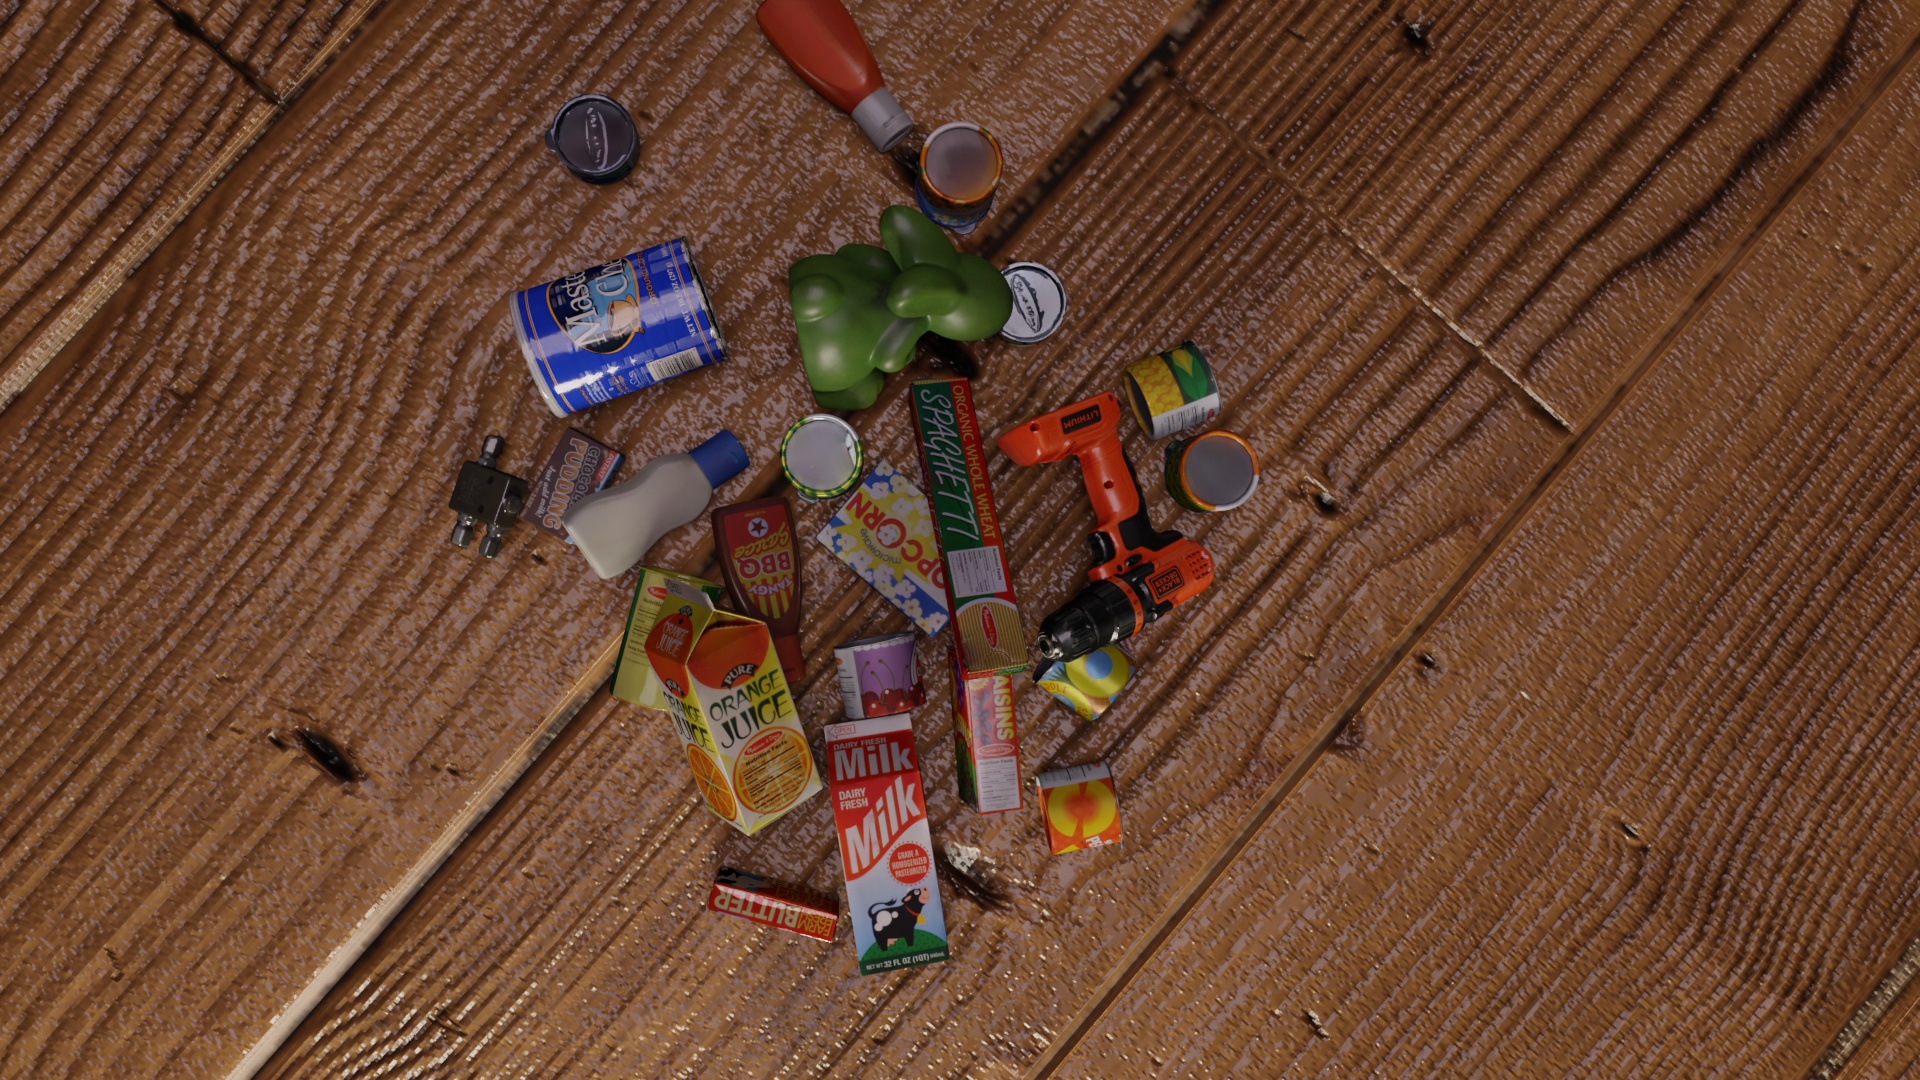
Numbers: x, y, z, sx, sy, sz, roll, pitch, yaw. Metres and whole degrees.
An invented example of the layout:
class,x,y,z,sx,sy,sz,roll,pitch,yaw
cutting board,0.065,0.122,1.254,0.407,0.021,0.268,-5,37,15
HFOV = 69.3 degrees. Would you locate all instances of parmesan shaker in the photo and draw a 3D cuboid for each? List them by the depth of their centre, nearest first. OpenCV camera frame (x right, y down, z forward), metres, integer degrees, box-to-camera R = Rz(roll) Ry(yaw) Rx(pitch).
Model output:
class,x,y,z,sx,sy,sz,roll,pitch,yaw
parmesan shaker,-0.236,0.077,1.099,0.071,0.071,0.103,15,89,-3

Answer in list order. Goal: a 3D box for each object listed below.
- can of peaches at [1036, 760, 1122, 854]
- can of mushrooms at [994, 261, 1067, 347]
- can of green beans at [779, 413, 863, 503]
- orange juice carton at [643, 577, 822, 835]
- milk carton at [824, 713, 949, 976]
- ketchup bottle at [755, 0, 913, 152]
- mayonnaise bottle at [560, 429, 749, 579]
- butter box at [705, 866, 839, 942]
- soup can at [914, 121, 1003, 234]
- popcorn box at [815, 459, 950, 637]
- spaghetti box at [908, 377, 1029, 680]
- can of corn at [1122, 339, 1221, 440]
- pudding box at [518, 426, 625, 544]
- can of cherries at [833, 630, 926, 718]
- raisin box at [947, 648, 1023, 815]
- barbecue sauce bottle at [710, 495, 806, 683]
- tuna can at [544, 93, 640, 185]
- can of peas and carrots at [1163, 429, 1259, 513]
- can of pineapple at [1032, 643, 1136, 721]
class,x,y,z,sx,sy,sz,roll,pitch,yaw
can of peaches,0.095,0.217,1.117,0.058,0.071,0.071,-10,90,-3
can of mushrooms,0.050,-0.192,1.138,0.071,0.033,0.071,0,90,-4
can of green beans,-0.110,-0.066,1.113,0.071,0.058,0.071,0,89,-4
orange juice carton,-0.178,0.118,1.057,0.073,0.072,0.192,-29,114,-30
milk carton,-0.060,0.236,1.103,0.072,0.073,0.190,-9,89,-4
ketchup bottle,-0.098,-0.385,1.127,0.065,0.043,0.149,-38,92,-3
mayonnaise bottle,-0.237,-0.034,1.100,0.148,0.041,0.064,-35,117,-16
butter box,-0.147,0.289,1.106,0.103,0.053,0.024,16,90,-3
soup can,-0.001,-0.289,1.112,0.071,0.084,0.071,0,90,-4
popcorn box,-0.043,0.007,1.126,0.126,0.038,0.085,41,87,-2
spaghetti box,0.004,-0.014,1.088,0.050,0.028,0.251,-6,68,-12
can of corn,0.170,-0.124,1.130,0.058,0.071,0.071,-22,91,-4
pudding box,-0.311,-0.043,1.113,0.049,0.030,0.083,29,87,-4
can of cherries,-0.061,0.106,1.109,0.071,0.071,0.058,-11,90,-4
raisin box,0.018,0.148,1.103,0.040,0.086,0.123,-4,89,-9
barbecue sauce bottle,-0.156,0.041,1.114,0.065,0.043,0.148,-11,90,-20
tuna can,-0.295,-0.321,1.117,0.071,0.033,0.071,0,89,-4
can of peas and carrots,0.203,-0.058,1.134,0.071,0.058,0.071,0,89,-4
can of pineapple,0.099,0.105,1.119,0.058,0.071,0.071,37,87,-3
